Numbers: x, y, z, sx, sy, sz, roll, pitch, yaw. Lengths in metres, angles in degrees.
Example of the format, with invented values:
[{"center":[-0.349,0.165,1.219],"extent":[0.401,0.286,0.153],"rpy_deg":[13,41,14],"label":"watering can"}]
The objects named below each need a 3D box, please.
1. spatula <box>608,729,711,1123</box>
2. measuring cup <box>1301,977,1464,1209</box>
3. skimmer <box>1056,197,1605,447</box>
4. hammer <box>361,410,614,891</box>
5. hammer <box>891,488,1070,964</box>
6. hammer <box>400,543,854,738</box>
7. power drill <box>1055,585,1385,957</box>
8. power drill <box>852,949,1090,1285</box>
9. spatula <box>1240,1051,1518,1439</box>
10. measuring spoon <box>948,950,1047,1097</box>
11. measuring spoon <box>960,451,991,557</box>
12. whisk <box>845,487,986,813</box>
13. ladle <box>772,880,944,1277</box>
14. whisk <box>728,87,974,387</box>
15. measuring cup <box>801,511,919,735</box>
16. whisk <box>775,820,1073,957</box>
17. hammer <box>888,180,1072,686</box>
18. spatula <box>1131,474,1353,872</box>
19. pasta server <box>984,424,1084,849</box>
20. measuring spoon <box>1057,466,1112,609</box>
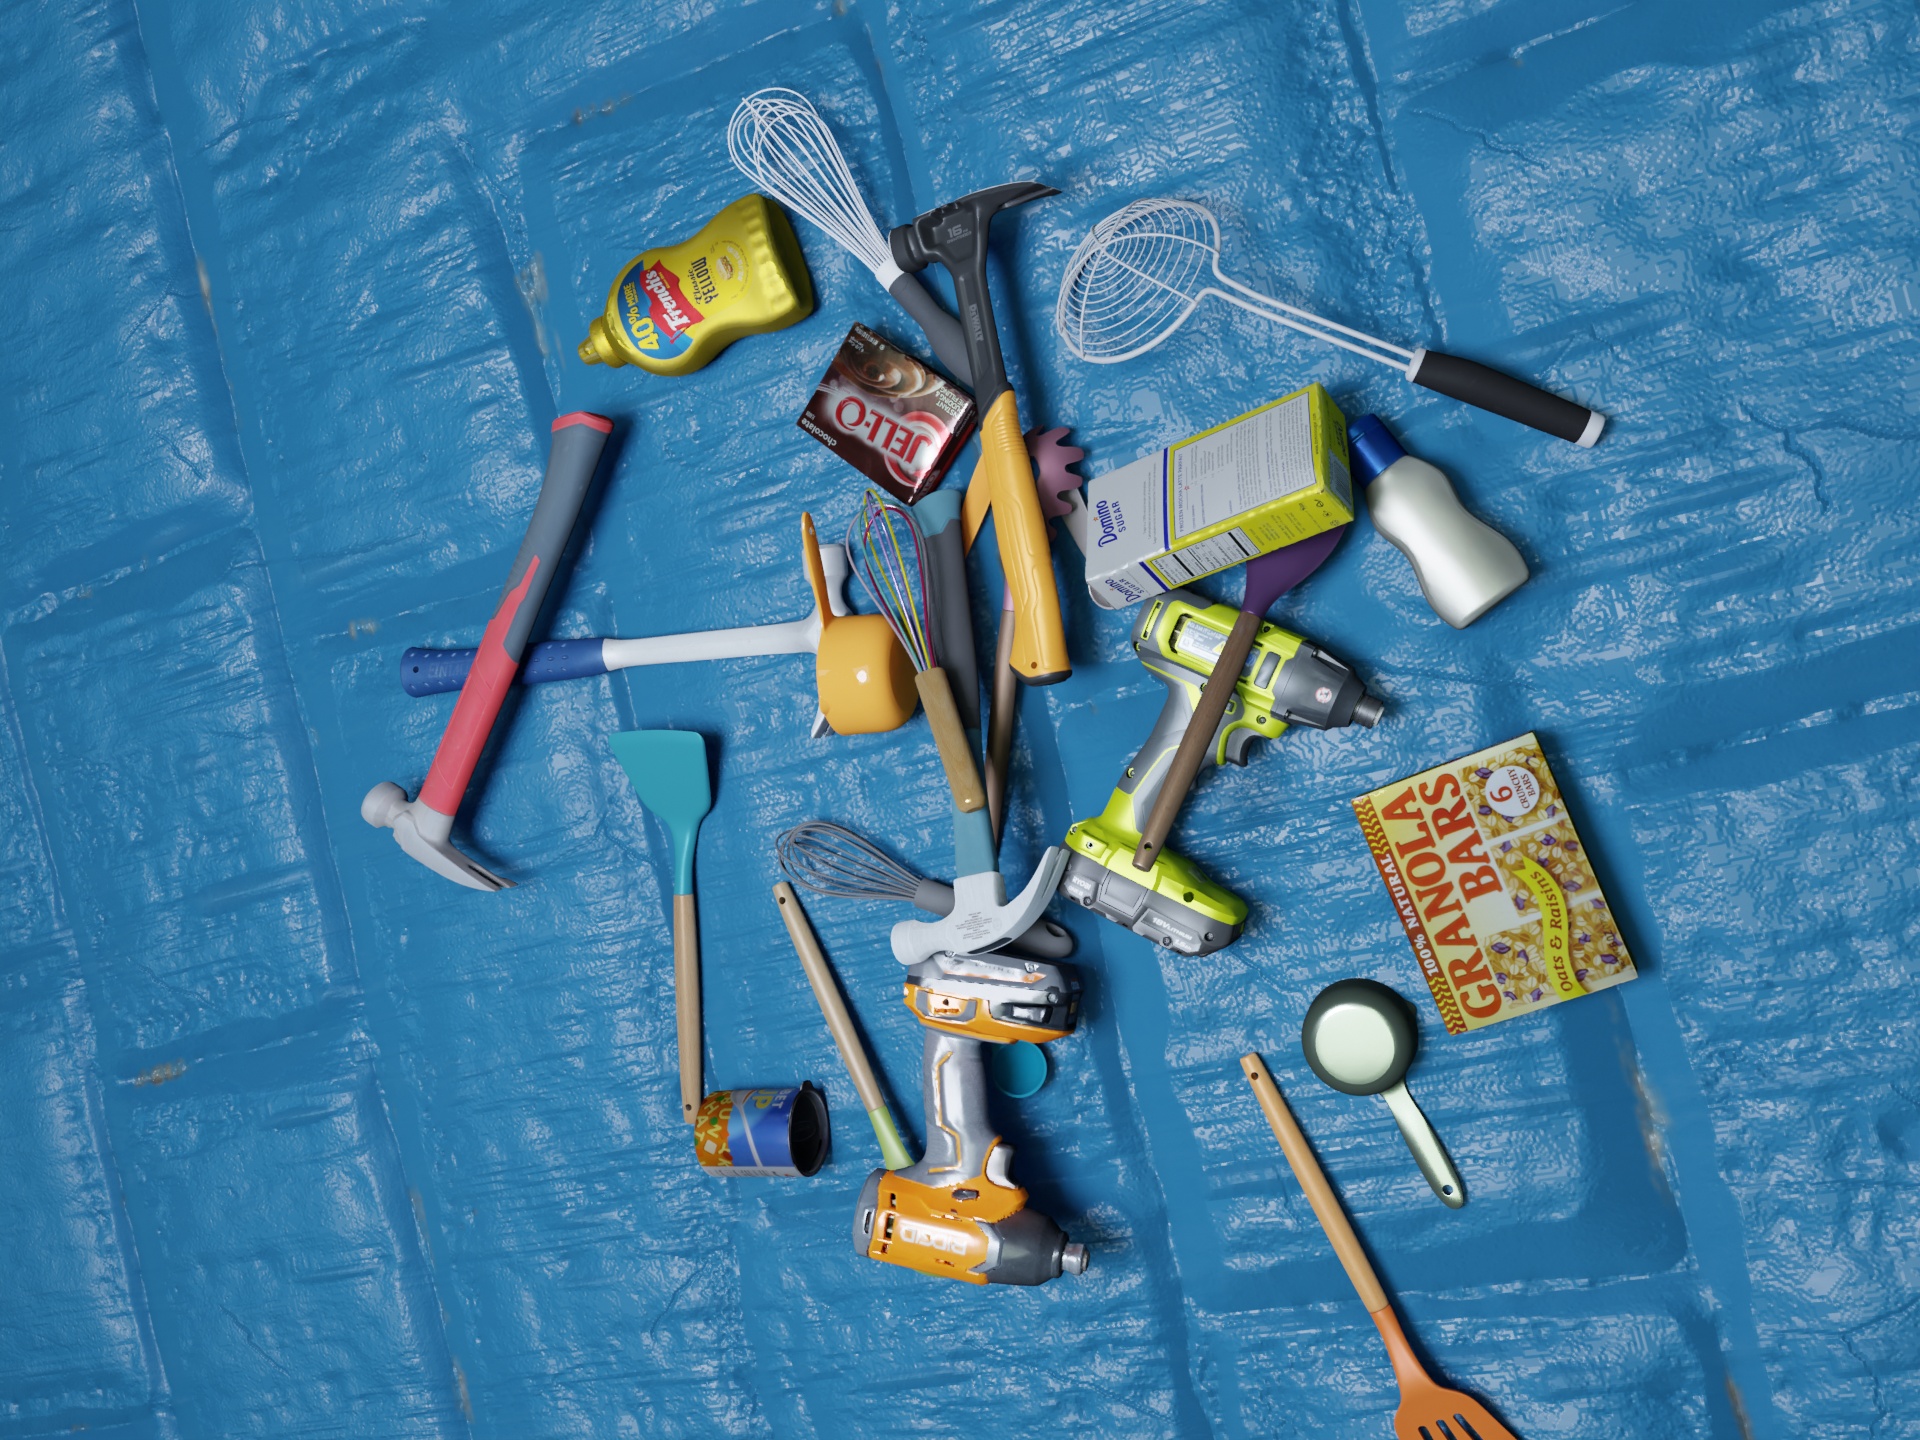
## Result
[{"center":[-0.223,0.164,1.250],"extent":[0.082,0.044,0.317],"rpy_deg":[-1,94,17],"label":"spatula"},{"center":[0.288,0.253,1.061],"extent":[0.083,0.038,0.168],"rpy_deg":[-32,80,20],"label":"measuring cup"},{"center":[0.238,-0.247,1.053],"extent":[0.363,0.090,0.127],"rpy_deg":[23,81,7],"label":"skimmer"},{"center":[-0.345,-0.056,1.248],"extent":[0.143,0.038,0.386],"rpy_deg":[29,103,16],"label":"hammer"},{"center":[-0.002,-0.004,1.110],"extent":[0.128,0.033,0.331],"rpy_deg":[-13,73,23],"label":"hammer"},{"center":[-0.269,-0.047,1.259],"extent":[0.405,0.035,0.144],"rpy_deg":[-4,92,21],"label":"hammer"},{"center":[0.169,0.039,1.076],"extent":[0.171,0.080,0.223],"rpy_deg":[25,99,19],"label":"power drill"},{"center":[0.023,0.277,1.112],"extent":[0.164,0.084,0.226],"rpy_deg":[8,84,16],"label":"power drill"},{"center":[0.274,0.374,1.084],"extent":[0.081,0.041,0.323],"rpy_deg":[-31,78,20],"label":"spatula"},{"center":[0.021,0.221,1.177],"extent":[0.042,0.021,0.129],"rpy_deg":[-38,71,7],"label":"measuring spoon"},{"center":[0.012,-0.152,1.160],"extent":[0.021,0.011,0.117],"rpy_deg":[23,98,26],"label":"measuring spoon"},{"center":[-0.028,-0.051,1.097],"extent":[0.047,0.051,0.245],"rpy_deg":[-33,68,40],"label":"whisk"},{"center":[-0.068,0.267,1.205],"extent":[0.078,0.062,0.320],"rpy_deg":[-31,76,20],"label":"ladle"},{"center":[-0.070,-0.347,1.156],"extent":[0.070,0.070,0.285],"rpy_deg":[-42,83,18],"label":"whisk"},{"center":[-0.071,-0.070,1.133],"extent":[0.052,0.095,0.173],"rpy_deg":[-1,120,19],"label":"measuring cup"},{"center":[-0.029,0.128,1.173],"extent":[0.239,0.055,0.055],"rpy_deg":[18,100,15],"label":"whisk"},{"center":[0.036,-0.191,1.083],"extent":[0.127,0.034,0.337],"rpy_deg":[-11,89,34],"label":"hammer"},{"center":[0.180,-0.044,1.027],"extent":[0.060,0.018,0.316],"rpy_deg":[22,74,16],"label":"spatula"},{"center":[0.039,-0.053,1.143],"extent":[0.060,0.040,0.316],"rpy_deg":[14,104,35],"label":"pasta server"},{"center":[0.091,-0.135,1.129],"extent":[0.034,0.018,0.124],"rpy_deg":[-32,75,32],"label":"measuring spoon"}]
